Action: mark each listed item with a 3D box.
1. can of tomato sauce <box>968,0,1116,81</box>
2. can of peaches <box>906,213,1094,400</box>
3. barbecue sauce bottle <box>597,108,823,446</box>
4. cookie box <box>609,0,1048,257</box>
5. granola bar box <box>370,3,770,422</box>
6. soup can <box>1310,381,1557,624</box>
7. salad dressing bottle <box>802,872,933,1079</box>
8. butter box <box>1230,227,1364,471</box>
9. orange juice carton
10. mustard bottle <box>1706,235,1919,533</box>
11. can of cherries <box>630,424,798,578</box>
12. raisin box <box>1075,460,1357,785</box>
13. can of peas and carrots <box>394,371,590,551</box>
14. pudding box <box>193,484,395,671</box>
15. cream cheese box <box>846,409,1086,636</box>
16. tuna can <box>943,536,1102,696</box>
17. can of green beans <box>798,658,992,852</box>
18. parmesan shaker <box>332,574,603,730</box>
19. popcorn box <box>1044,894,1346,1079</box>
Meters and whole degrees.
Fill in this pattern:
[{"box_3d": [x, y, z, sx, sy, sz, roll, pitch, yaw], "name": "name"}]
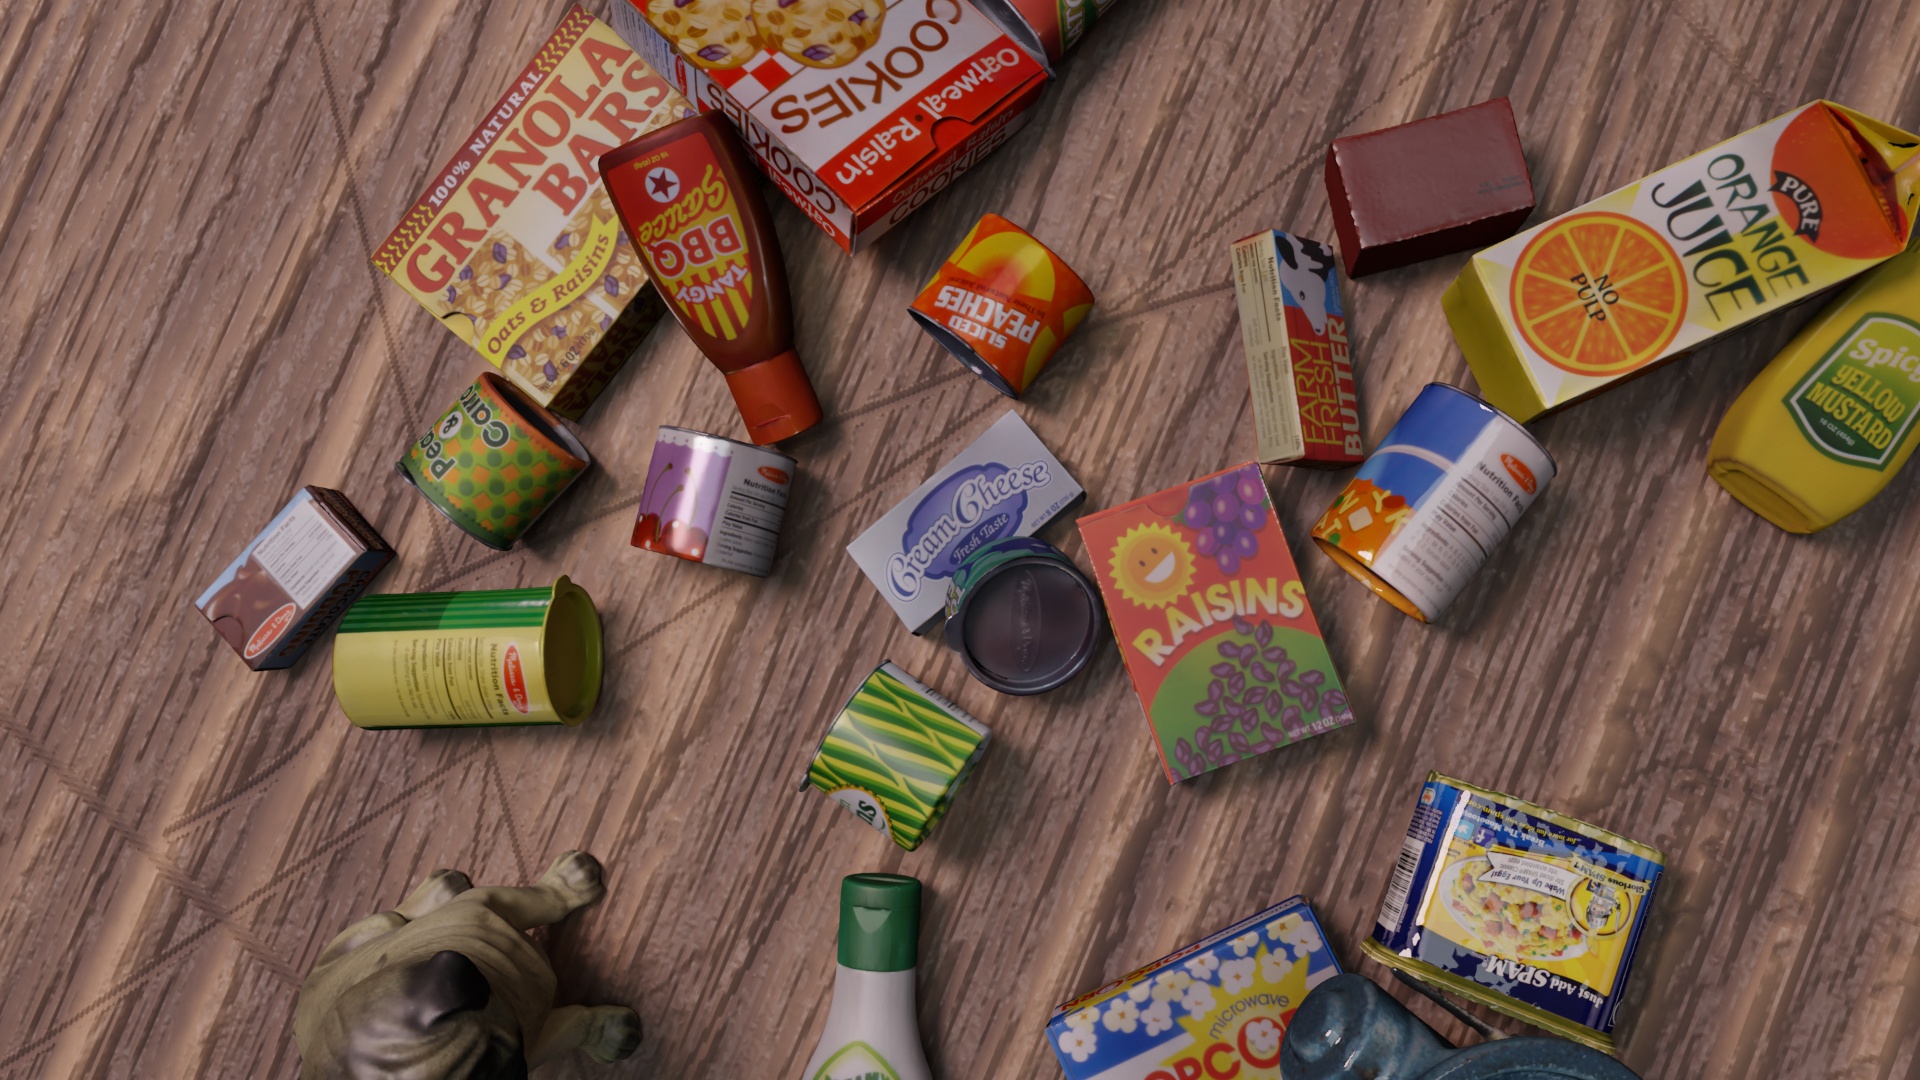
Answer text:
[{"box_3d": [0.048, -0.271, 0.649, 0.071, 0.071, 0.083, 45, 91, 10], "name": "can of tomato sauce"}, {"box_3d": [0.019, -0.107, 0.633, 0.071, 0.071, 0.058, 39, 90, 10], "name": "can of peaches"}, {"box_3d": [-0.108, -0.118, 0.641, 0.065, 0.044, 0.148, -18, 107, 15], "name": "barbecue sauce bottle"}, {"box_3d": [-0.062, -0.230, 0.654, 0.123, 0.040, 0.167, -42, 79, -19], "name": "cookie box"}, {"box_3d": [-0.190, -0.161, 0.685, 0.124, 0.039, 0.165, 39, 90, 10], "name": "granola bar box"}, {"box_3d": [0.202, -0.017, 0.601, 0.071, 0.071, 0.084, 39, 92, 10], "name": "soup can"}, {"box_3d": [-0.040, 0.225, 0.619, 0.064, 0.044, 0.147, 2, 84, 11], "name": "salad dressing bottle"}, {"box_3d": [0.150, -0.083, 0.620, 0.024, 0.053, 0.103, -14, 80, 45], "name": "butter box"}, {"box_3d": [0.314, -0.121, 0.591, 0.192, 0.072, 0.073, -24, 82, 5], "name": "orange juice carton"}, {"box_3d": [0.388, -0.080, 0.587, 0.065, 0.049, 0.160, 38, 90, 8], "name": "mustard bottle"}, {"box_3d": [-0.116, -0.018, 0.647, 0.071, 0.071, 0.058, 13, 87, 9], "name": "can of cherries"}, {"box_3d": [0.112, 0.036, 0.620, 0.086, 0.040, 0.123, -20, 81, 7], "name": "raisin box"}, {"box_3d": [-0.222, -0.039, 0.661, 0.071, 0.071, 0.058, 44, 91, 10], "name": "can of peas and carrots"}, {"box_3d": [-0.331, 0.019, 0.691, 0.050, 0.030, 0.083, 43, 91, 9], "name": "pudding box"}, {"box_3d": [0.002, -0.008, 0.648, 0.104, 0.024, 0.053, -40, 79, 2], "name": "cream cheese box"}, {"box_3d": [0.025, 0.033, 0.622, 0.071, 0.033, 0.070, -3, 107, -11], "name": "tuna can"}, {"box_3d": [-0.027, 0.096, 0.620, 0.058, 0.071, 0.071, 33, 90, 10], "name": "can of green beans"}, {"box_3d": [-0.230, 0.053, 0.654, 0.103, 0.071, 0.071, -2, 84, 9], "name": "parmesan shaker"}, {"box_3d": [0.112, 0.220, 0.601, 0.127, 0.038, 0.085, -27, 82, 4], "name": "popcorn box"}]
